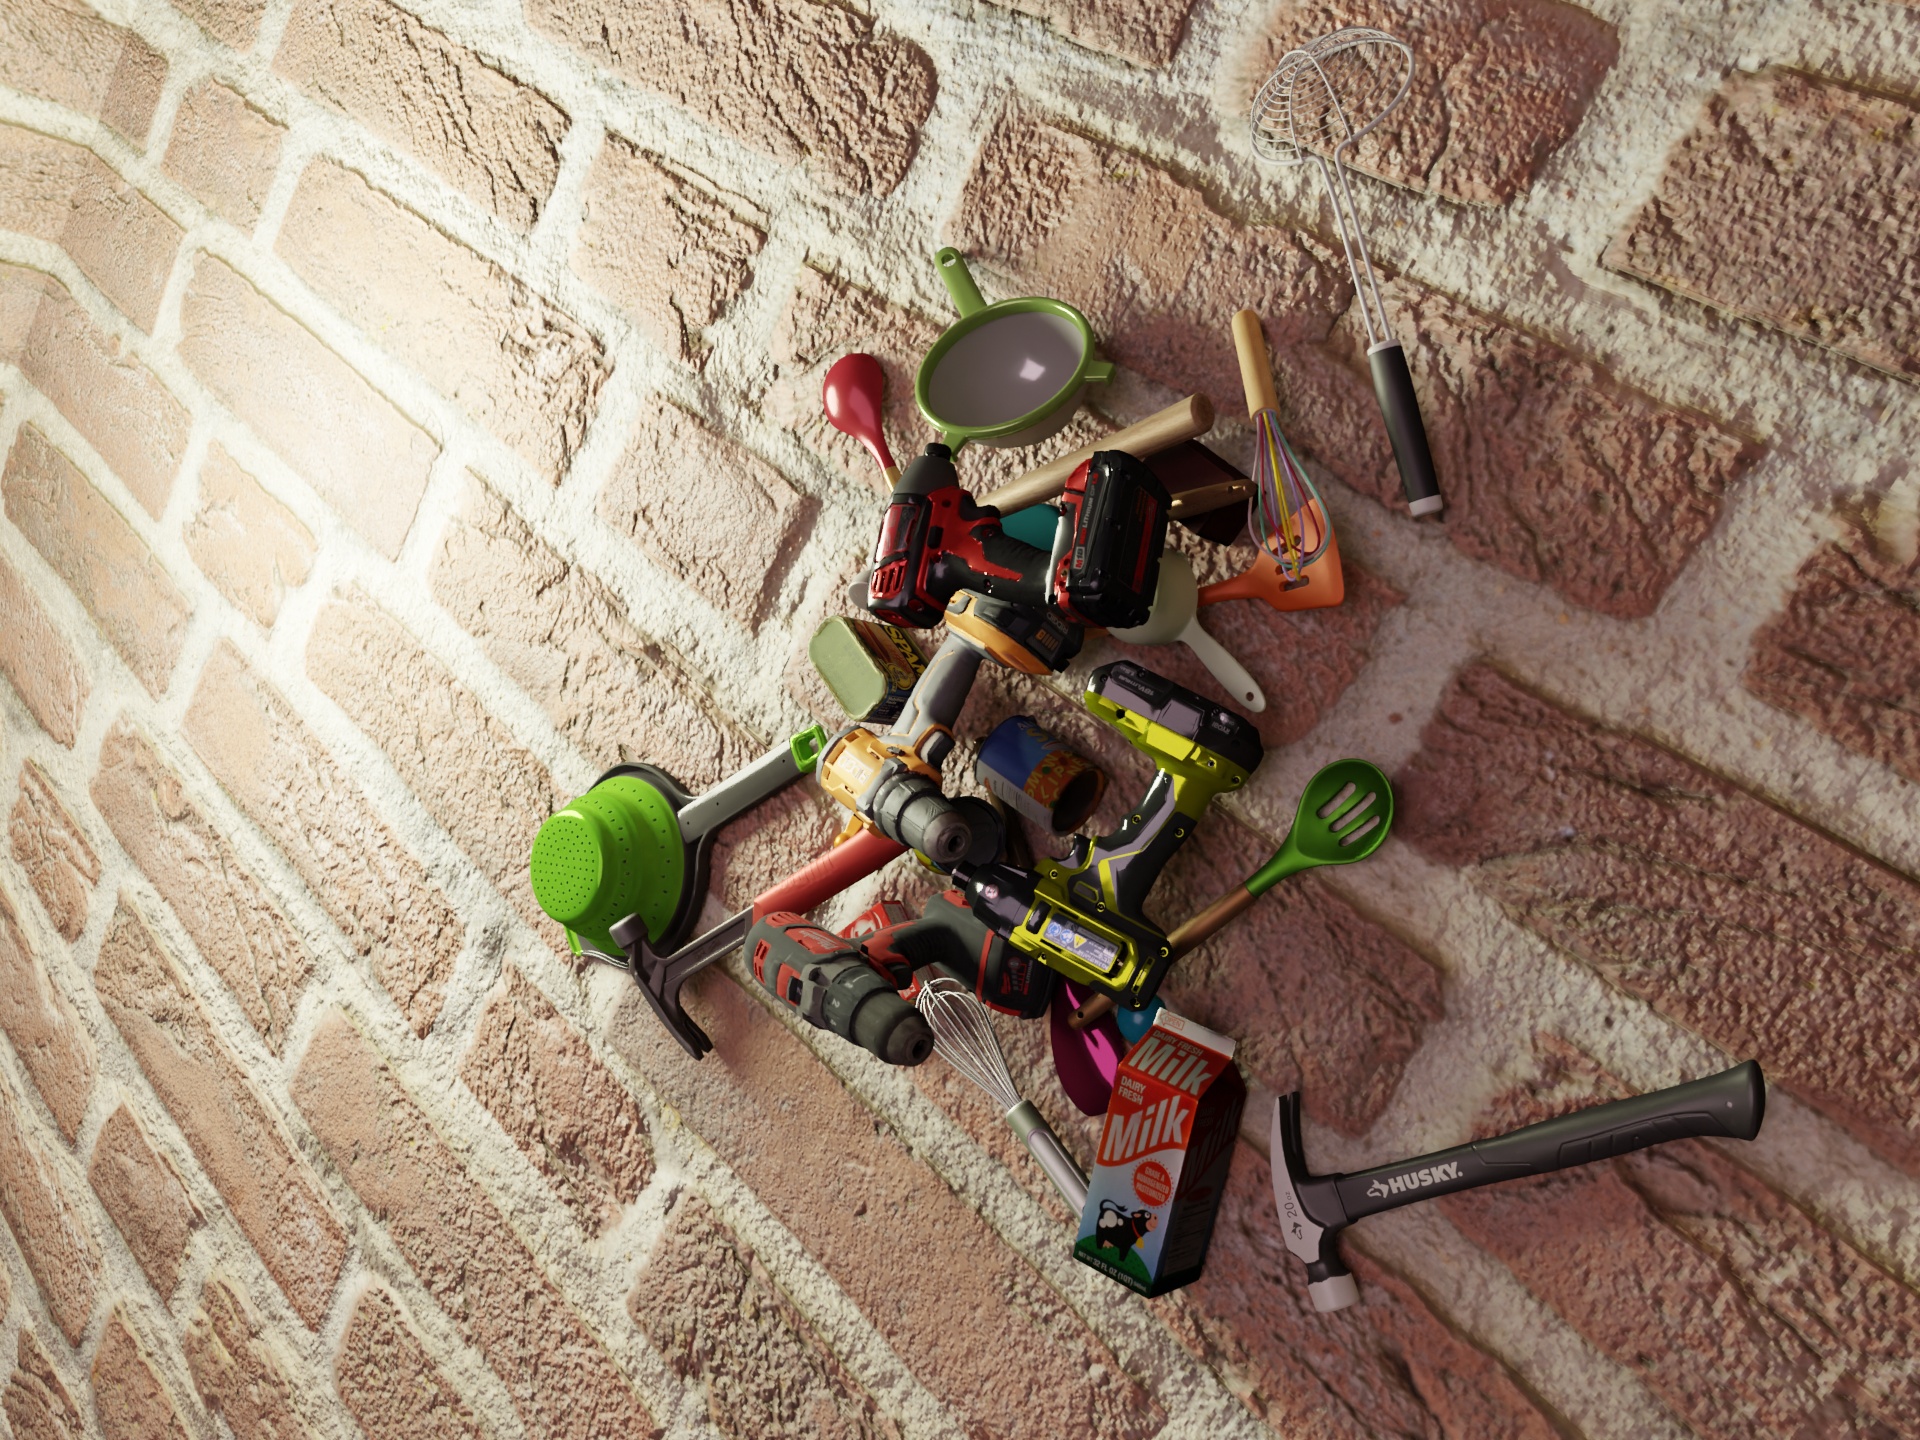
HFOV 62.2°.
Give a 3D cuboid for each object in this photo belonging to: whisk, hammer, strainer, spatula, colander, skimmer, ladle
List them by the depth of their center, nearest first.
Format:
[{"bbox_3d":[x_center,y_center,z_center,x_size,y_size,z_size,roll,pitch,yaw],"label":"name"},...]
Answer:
[{"bbox_3d":[0.355,0.281,1.043,0.335,0.035,0.146,-27,71,31],"label":"hammer"},{"bbox_3d":[0.224,-0.205,1.143,0.051,0.047,0.245,-33,49,39],"label":"whisk"},{"bbox_3d":[0.298,-0.323,1.144,0.127,0.090,0.363,-16,87,32],"label":"skimmer"},{"bbox_3d":[0.113,-0.151,1.214,0.317,0.044,0.082,-5,84,61],"label":"spatula"},{"bbox_3d":[0.150,-0.088,1.224,0.322,0.041,0.081,-15,80,36],"label":"spatula"},{"bbox_3d":[0.054,-0.181,1.244,0.331,0.031,0.130,-19,30,38],"label":"hammer"},{"bbox_3d":[0.041,0.302,1.261,0.058,0.059,0.247,-39,63,-1],"label":"whisk"},{"bbox_3d":[0.029,-0.304,1.322,0.151,0.069,0.257,-26,49,6],"label":"strainer"},{"bbox_3d":[-0.052,-0.197,1.393,0.069,0.031,0.316,-35,68,26],"label":"ladle"},{"bbox_3d":[-0.149,0.168,1.408,0.359,0.037,0.149,-32,93,24],"label":"hammer"},{"bbox_3d":[-0.287,0.103,1.494,0.397,0.094,0.205,-32,68,30],"label":"colander"}]

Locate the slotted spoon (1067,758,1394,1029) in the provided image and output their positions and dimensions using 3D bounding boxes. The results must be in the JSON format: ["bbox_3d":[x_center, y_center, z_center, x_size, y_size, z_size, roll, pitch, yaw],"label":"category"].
[{"bbox_3d":[0.193,0.137,1.169,0.313,0.031,0.070,-42,63,23],"label":"slotted spoon"}]

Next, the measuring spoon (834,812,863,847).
[{"bbox_3d":[-0.083,0.068,1.399,0.021,0.011,0.117,38,108,32],"label":"measuring spoon"}]

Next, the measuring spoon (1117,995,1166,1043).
[{"bbox_3d":[0.116,0.193,1.233,0.042,0.021,0.129,-40,66,27],"label":"measuring spoon"}]

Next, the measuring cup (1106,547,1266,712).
[{"bbox_3d":[0.162,-0.064,1.175,0.168,0.038,0.083,50,121,30],"label":"measuring cup"}]

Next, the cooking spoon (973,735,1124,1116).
[{"bbox_3d":[0.063,0.159,1.278,0.069,0.017,0.319,-31,68,35],"label":"cooking spoon"}]

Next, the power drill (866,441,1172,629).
[{"bbox_3d":[0.035,-0.137,1.160,0.220,0.078,0.143,4,77,35],"label":"power drill"}]

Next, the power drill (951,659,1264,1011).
[{"bbox_3d":[0.108,0.077,1.166,0.171,0.080,0.223,27,88,15],"label":"power drill"}]

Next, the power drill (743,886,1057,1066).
[{"bbox_3d":[-0.026,0.192,1.195,0.188,0.226,0.080,24,110,46],"label":"power drill"}]

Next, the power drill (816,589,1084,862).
[{"bbox_3d":[-0.002,-0.004,1.228,0.226,0.084,0.185,-54,35,-2],"label":"power drill"}]
